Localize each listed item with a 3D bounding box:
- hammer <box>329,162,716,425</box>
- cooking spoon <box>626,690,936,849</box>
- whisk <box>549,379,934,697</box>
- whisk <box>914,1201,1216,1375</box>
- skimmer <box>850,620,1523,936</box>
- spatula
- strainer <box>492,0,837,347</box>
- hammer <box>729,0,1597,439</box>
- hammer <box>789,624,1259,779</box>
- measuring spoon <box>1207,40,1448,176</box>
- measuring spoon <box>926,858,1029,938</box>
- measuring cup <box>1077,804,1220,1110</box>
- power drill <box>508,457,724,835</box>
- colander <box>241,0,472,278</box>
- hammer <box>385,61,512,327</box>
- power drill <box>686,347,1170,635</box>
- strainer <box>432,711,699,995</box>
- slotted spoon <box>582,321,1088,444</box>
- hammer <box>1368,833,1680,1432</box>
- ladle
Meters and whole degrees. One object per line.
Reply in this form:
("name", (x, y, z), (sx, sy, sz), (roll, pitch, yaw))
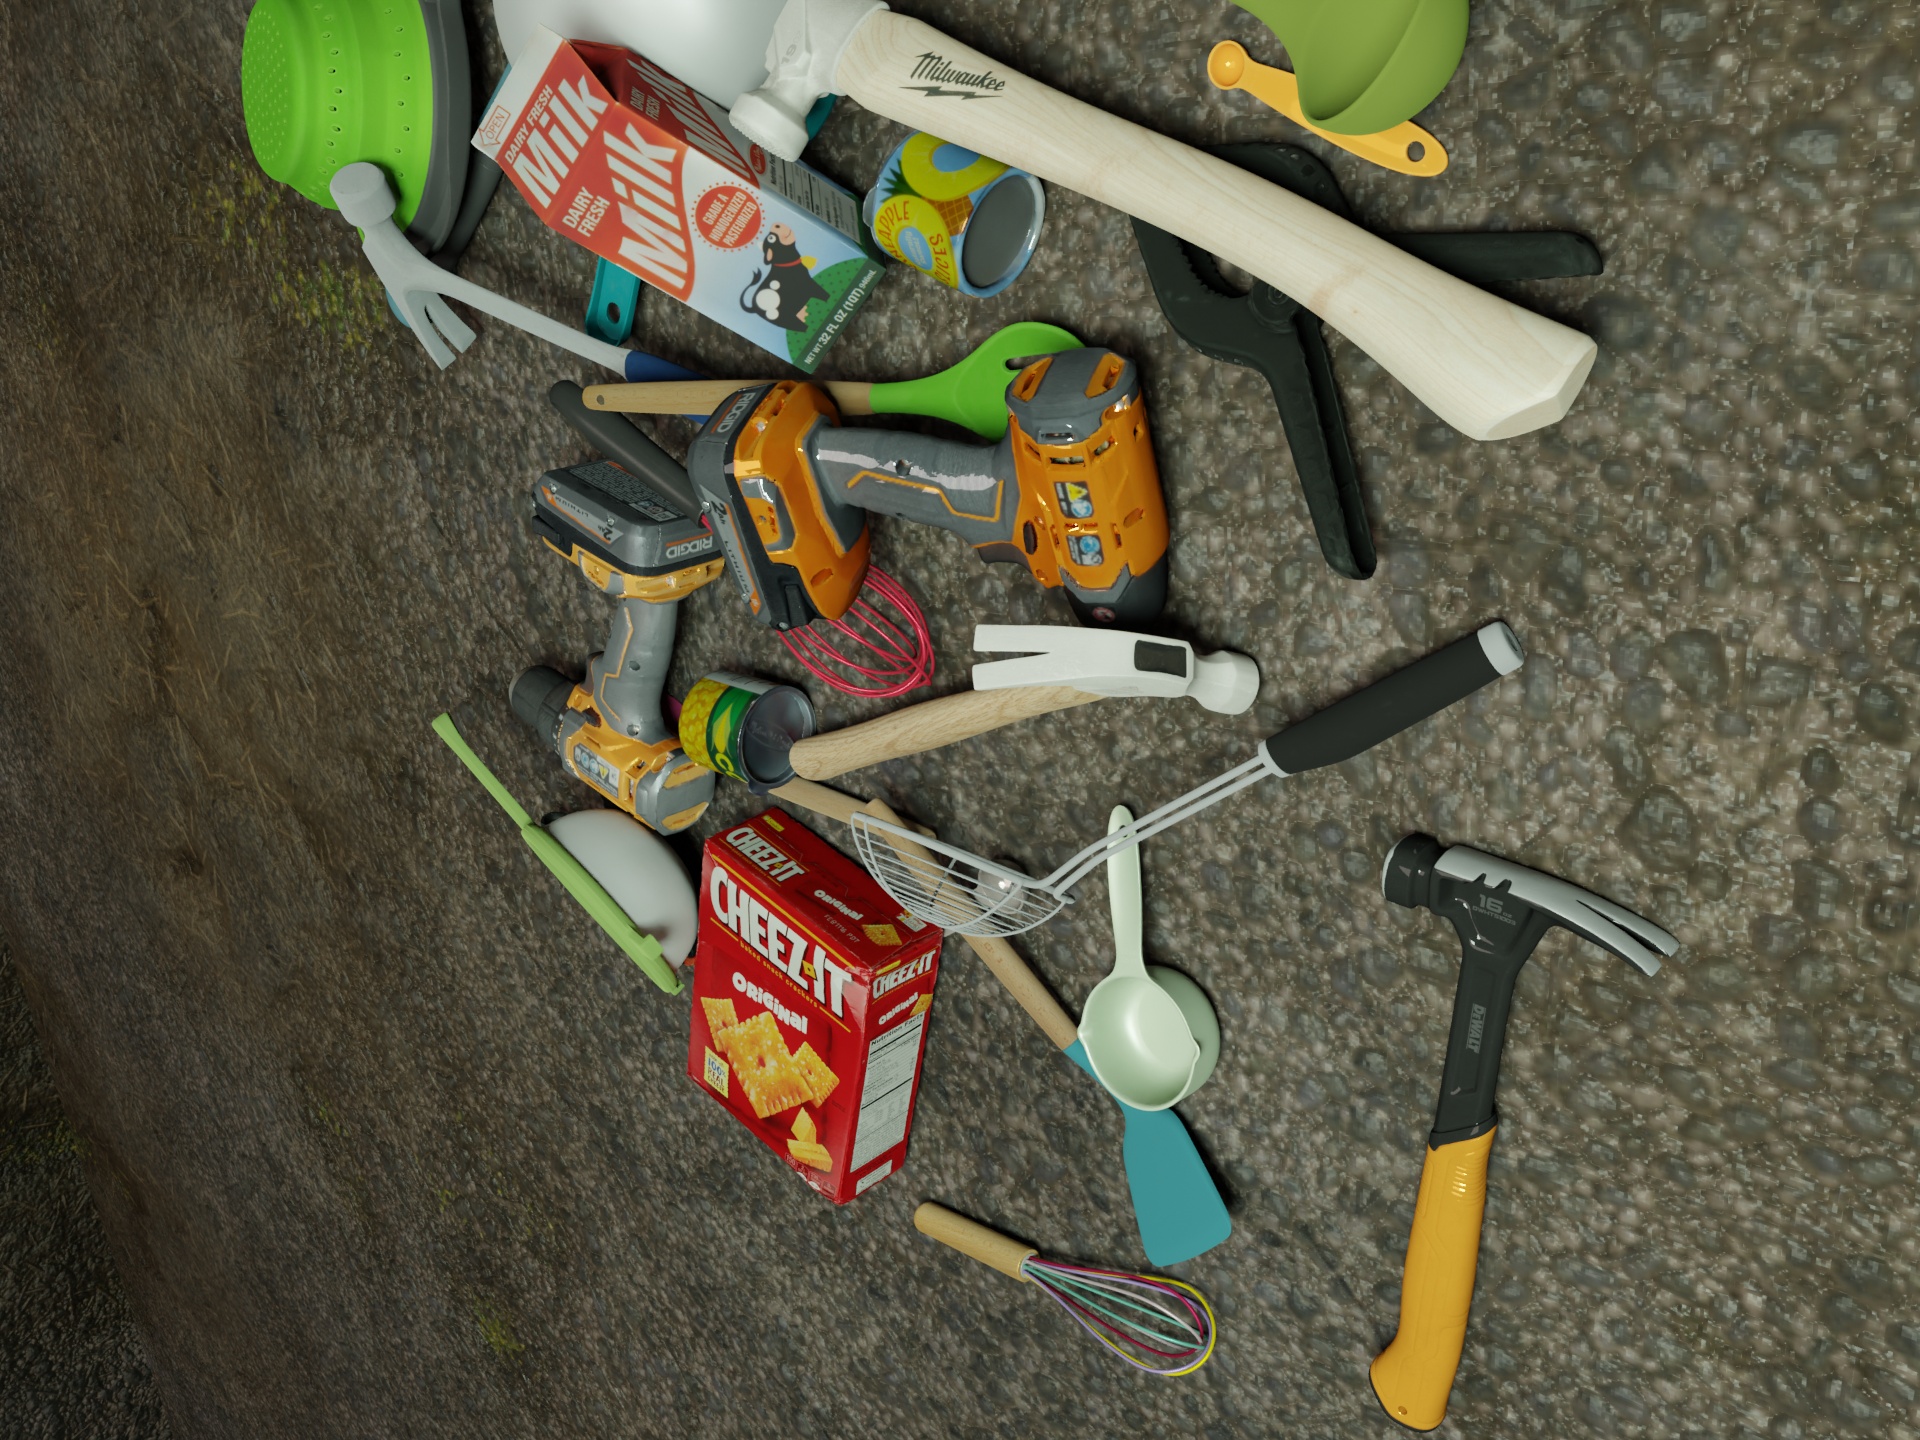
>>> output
("hammer", (-0.201, -0.211, 0.949), (0.406, 0.035, 0.144), (27, 156, 20))
("cooking spoon", (-0.138, 0.034, 1.059), (0.319, 0.017, 0.068), (18, 120, 37))
("whisk", (-0.131, -0.109, 0.926), (0.296, 0.073, 0.073), (38, 131, 12))
("whisk", (0.062, 0.351, 1.011), (0.245, 0.051, 0.047), (9, 94, 44))
("skimmer", (0.098, 0.020, 0.790), (0.363, 0.127, 0.090), (-30, 53, 31))
("spatula", (0.043, 0.173, 0.927), (0.317, 0.044, 0.082), (49, 139, 6))
("strainer", (-0.187, -0.325, 0.853), (0.211, 0.095, 0.340), (32, 135, 6))
("hammer", (0.080, -0.240, 0.671), (0.411, 0.038, 0.146), (35, 98, 25))
("hammer", (-0.001, -0.003, 0.868), (0.331, 0.130, 0.031), (-16, 68, 53))
("measuring spoon", (0.154, -0.256, 0.666), (0.117, 0.011, 0.021), (35, 130, 22))
("measuring spoon", (0.006, 0.111, 0.969), (0.034, 0.018, 0.124), (57, 142, 2))
("measuring cup", (0.104, 0.128, 0.874), (0.083, 0.038, 0.167), (-2, 93, 44))
("power drill", (-0.236, -0.057, 1.056), (0.185, 0.084, 0.226), (29, 125, 33))
("colander", (-0.356, -0.442, 0.953), (0.397, 0.094, 0.205), (-50, 59, 44))
("hammer", (-0.303, -0.365, 1.016), (0.331, 0.033, 0.128), (-37, 82, 45))
("power drill", (-0.006, -0.098, 0.798), (0.226, 0.084, 0.164), (2, 133, 24))
("strainer", (-0.262, 0.073, 1.098), (0.256, 0.069, 0.151), (46, 164, 12))
("slotted spoon", (-0.068, -0.172, 0.840), (0.314, 0.031, 0.070), (5, 112, 23))
("hammer", (0.251, 0.222, 0.778), (0.127, 0.034, 0.336), (21, 122, 36))
("ladle", (0.074, -0.333, 0.671), (0.320, 0.062, 0.078), (38, 112, 27))
